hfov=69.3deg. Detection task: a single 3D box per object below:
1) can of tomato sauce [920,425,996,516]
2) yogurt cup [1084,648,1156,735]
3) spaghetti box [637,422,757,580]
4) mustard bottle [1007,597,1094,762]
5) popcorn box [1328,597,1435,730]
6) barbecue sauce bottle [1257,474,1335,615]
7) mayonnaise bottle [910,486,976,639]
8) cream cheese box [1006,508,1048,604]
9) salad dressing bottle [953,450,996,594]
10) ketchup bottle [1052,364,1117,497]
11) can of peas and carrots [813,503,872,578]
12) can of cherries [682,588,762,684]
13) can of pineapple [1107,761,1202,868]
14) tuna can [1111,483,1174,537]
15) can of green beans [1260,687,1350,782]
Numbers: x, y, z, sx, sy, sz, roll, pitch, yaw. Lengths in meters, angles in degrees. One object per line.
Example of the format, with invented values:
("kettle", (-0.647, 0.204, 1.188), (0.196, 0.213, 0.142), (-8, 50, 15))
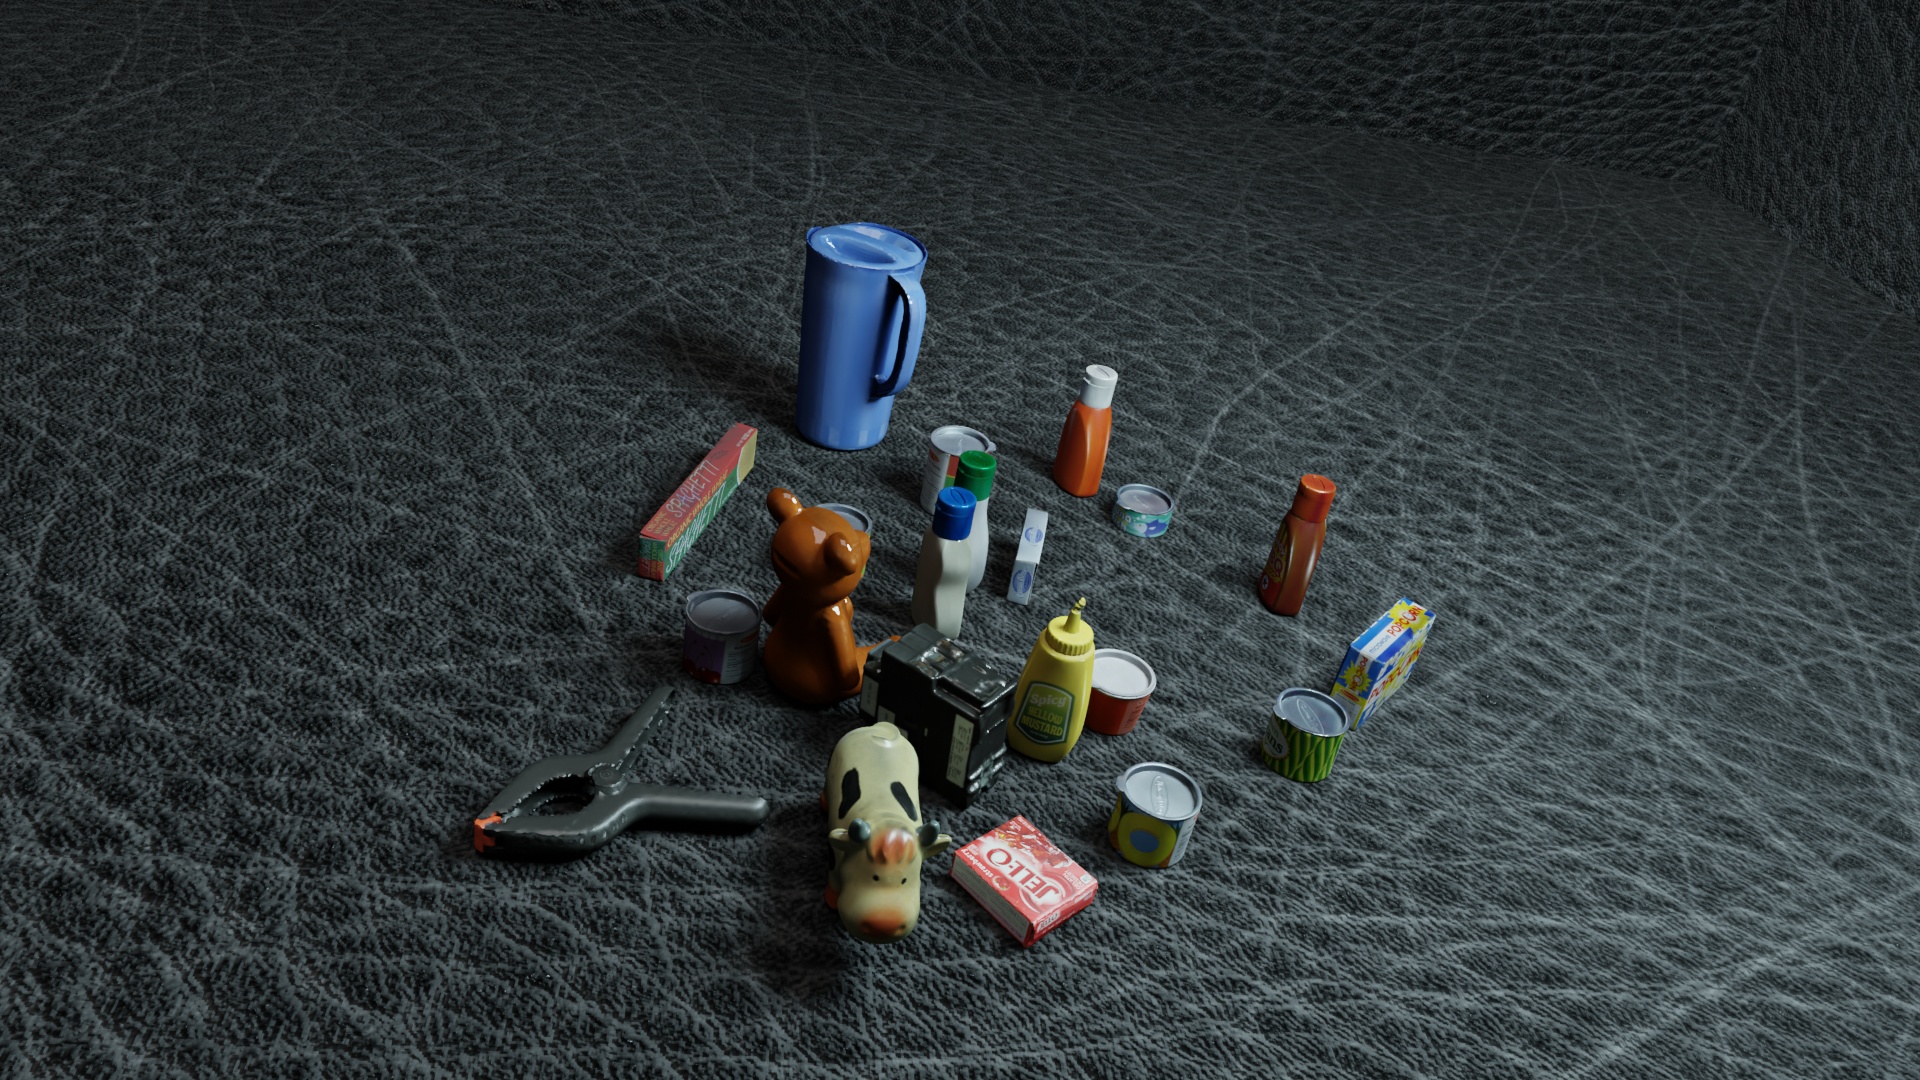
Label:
("can of tomato sauce", (-0.004, -0.073, 1.513), (0.071, 0.082, 0.071), (8, 32, -5))
("yogurt cup", (0.138, 0.139, 1.256), (0.072, 0.053, 0.073), (8, 32, -5))
("spaghetti box", (-0.265, -0.044, 1.417), (0.029, 0.050, 0.251), (15, 32, 6))
("mustard bottle", (0.082, 0.114, 1.177), (0.065, 0.159, 0.049), (16, 32, 8))
("popcorn box", (0.405, 0.118, 1.341), (0.038, 0.084, 0.127), (31, 37, 28))
("barbecue sauce bottle", (0.351, 0.003, 1.445), (0.044, 0.147, 0.065), (6, 33, -9))
("mayonnaise bottle", (-0.014, 0.021, 1.304), (0.041, 0.147, 0.065), (-5, 36, -24))
("cream cheese box", (0.069, 0.016, 1.425), (0.024, 0.053, 0.104), (13, 32, 2))
("salad dressing bottle", (0.005, -0.017, 1.369), (0.044, 0.146, 0.064), (-10, 38, -30))
("ketchup bottle", (0.144, -0.126, 1.580), (0.044, 0.148, 0.065), (-8, 37, -28))
("can of peas and carrots", (-0.125, 0.006, 1.376), (0.071, 0.058, 0.071), (8, 32, -5))
("can of cherries", (-0.213, 0.084, 1.228), (0.071, 0.058, 0.072), (8, 32, -5))
("can of pineapple", (0.156, 0.222, 1.128), (0.071, 0.057, 0.071), (8, 32, -5))
("tuna can", (0.203, -0.033, 1.562), (0.071, 0.032, 0.071), (8, 32, -5))
("can of green beans", (0.309, 0.175, 1.249), (0.071, 0.057, 0.071), (8, 32, -5))
